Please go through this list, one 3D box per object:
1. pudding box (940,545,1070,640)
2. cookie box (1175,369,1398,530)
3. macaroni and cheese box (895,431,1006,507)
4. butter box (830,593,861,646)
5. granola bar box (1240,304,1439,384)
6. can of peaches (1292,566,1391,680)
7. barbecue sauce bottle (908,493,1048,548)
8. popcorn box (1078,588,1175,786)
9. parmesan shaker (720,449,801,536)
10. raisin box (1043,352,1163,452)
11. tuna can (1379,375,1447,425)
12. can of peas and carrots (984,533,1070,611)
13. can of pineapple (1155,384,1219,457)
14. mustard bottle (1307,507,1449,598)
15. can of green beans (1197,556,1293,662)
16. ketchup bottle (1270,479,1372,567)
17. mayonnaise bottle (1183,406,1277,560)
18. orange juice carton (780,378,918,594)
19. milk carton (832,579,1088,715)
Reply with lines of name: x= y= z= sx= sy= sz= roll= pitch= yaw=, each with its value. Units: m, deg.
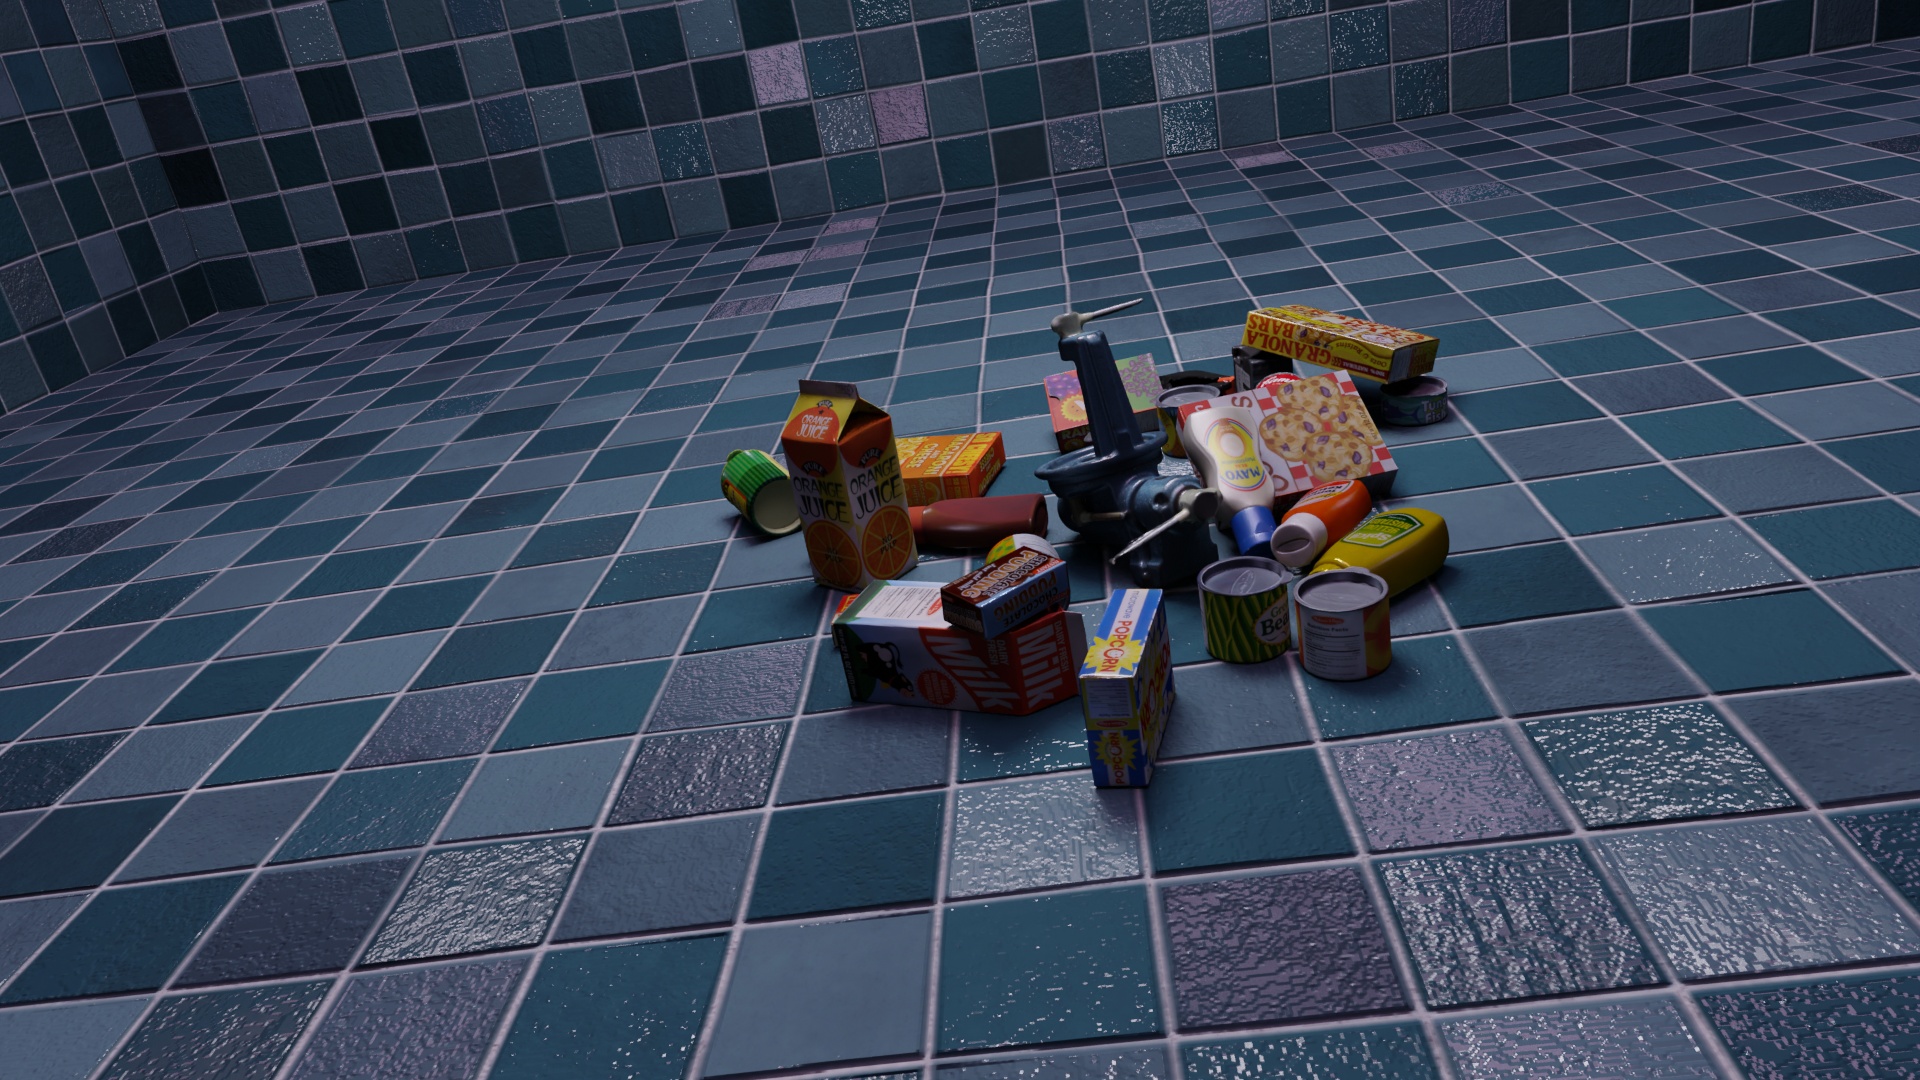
pudding box: x=0.033 y=0.038 z=1.005 sx=0.084 sy=0.030 sz=0.050 roll=-26 pitch=30 yaw=-30
cookie box: x=0.296 y=-0.085 z=1.276 sx=0.168 sy=0.040 sz=0.123 roll=-12 pitch=57 yaw=-6
macaroni and cheese box: x=-0.049 y=-0.071 z=1.462 sx=0.166 sy=0.040 sz=0.124 roll=-2 pitch=24 yaw=20
butter box: x=-0.055 y=0.064 z=1.173 sx=0.103 sy=0.024 sz=0.053 roll=-6 pitch=24 yaw=11
granola bar box: x=0.397 y=-0.208 z=1.450 sx=0.166 sy=0.039 sz=0.124 roll=22 pitch=24 yaw=34
can of peaches: x=0.277 y=0.060 z=1.003 sx=0.071 sy=0.057 sz=0.071 roll=-9 pitch=22 yaw=4
barbecue sauce bottle: x=0.005 y=-0.016 z=1.309 sx=0.148 sy=0.043 sz=0.065 roll=-3 pitch=24 yaw=18
popcorn box: x=0.116 y=0.097 z=0.948 sx=0.038 sy=0.085 sz=0.127 roll=-1 pitch=24 yaw=19
parmesan shaker: x=-0.205 y=-0.052 z=1.441 sx=0.071 sy=0.071 sz=0.103 roll=-19 pitch=25 yaw=-19
raisin box: x=0.158 y=-0.150 z=1.509 sx=0.123 sy=0.040 sz=0.086 roll=-13 pitch=51 yaw=4
tuna can: x=0.466 y=-0.143 z=1.422 sx=0.071 sy=0.032 sz=0.071 roll=-8 pitch=23 yaw=4
can of peas and carrots: x=0.052 y=0.037 z=1.143 sx=0.071 sy=0.070 sz=0.059 roll=-10 pitch=23 yaw=0
can of pineapple: x=0.237 y=-0.124 z=1.441 sx=0.071 sy=0.057 sz=0.071 roll=-9 pitch=23 yaw=4
mustard bottle: x=0.316 y=0.022 z=1.084 sx=0.161 sy=0.048 sz=0.065 roll=-26 pitch=23 yaw=-34
can of green beans: x=0.214 y=0.052 z=1.046 sx=0.071 sy=0.057 sz=0.071 roll=-9 pitch=23 yaw=4
ketchup bottle: x=0.293 y=-0.013 z=1.143 sx=0.064 sy=0.043 sz=0.149 roll=-20 pitch=4 yaw=31
mayonnaise bottle: x=0.241 y=-0.049 z=1.202 sx=0.065 sy=0.041 sz=0.149 roll=-7 pitch=55 yaw=-8
orange juice carton: x=-0.102 y=-0.054 z=1.250 sx=0.072 sy=0.191 sz=0.073 roll=10 pitch=31 yaw=38
milk carton: x=0.008 y=0.080 z=1.050 sx=0.190 sy=0.072 sz=0.074 roll=1 pitch=26 yaw=26
